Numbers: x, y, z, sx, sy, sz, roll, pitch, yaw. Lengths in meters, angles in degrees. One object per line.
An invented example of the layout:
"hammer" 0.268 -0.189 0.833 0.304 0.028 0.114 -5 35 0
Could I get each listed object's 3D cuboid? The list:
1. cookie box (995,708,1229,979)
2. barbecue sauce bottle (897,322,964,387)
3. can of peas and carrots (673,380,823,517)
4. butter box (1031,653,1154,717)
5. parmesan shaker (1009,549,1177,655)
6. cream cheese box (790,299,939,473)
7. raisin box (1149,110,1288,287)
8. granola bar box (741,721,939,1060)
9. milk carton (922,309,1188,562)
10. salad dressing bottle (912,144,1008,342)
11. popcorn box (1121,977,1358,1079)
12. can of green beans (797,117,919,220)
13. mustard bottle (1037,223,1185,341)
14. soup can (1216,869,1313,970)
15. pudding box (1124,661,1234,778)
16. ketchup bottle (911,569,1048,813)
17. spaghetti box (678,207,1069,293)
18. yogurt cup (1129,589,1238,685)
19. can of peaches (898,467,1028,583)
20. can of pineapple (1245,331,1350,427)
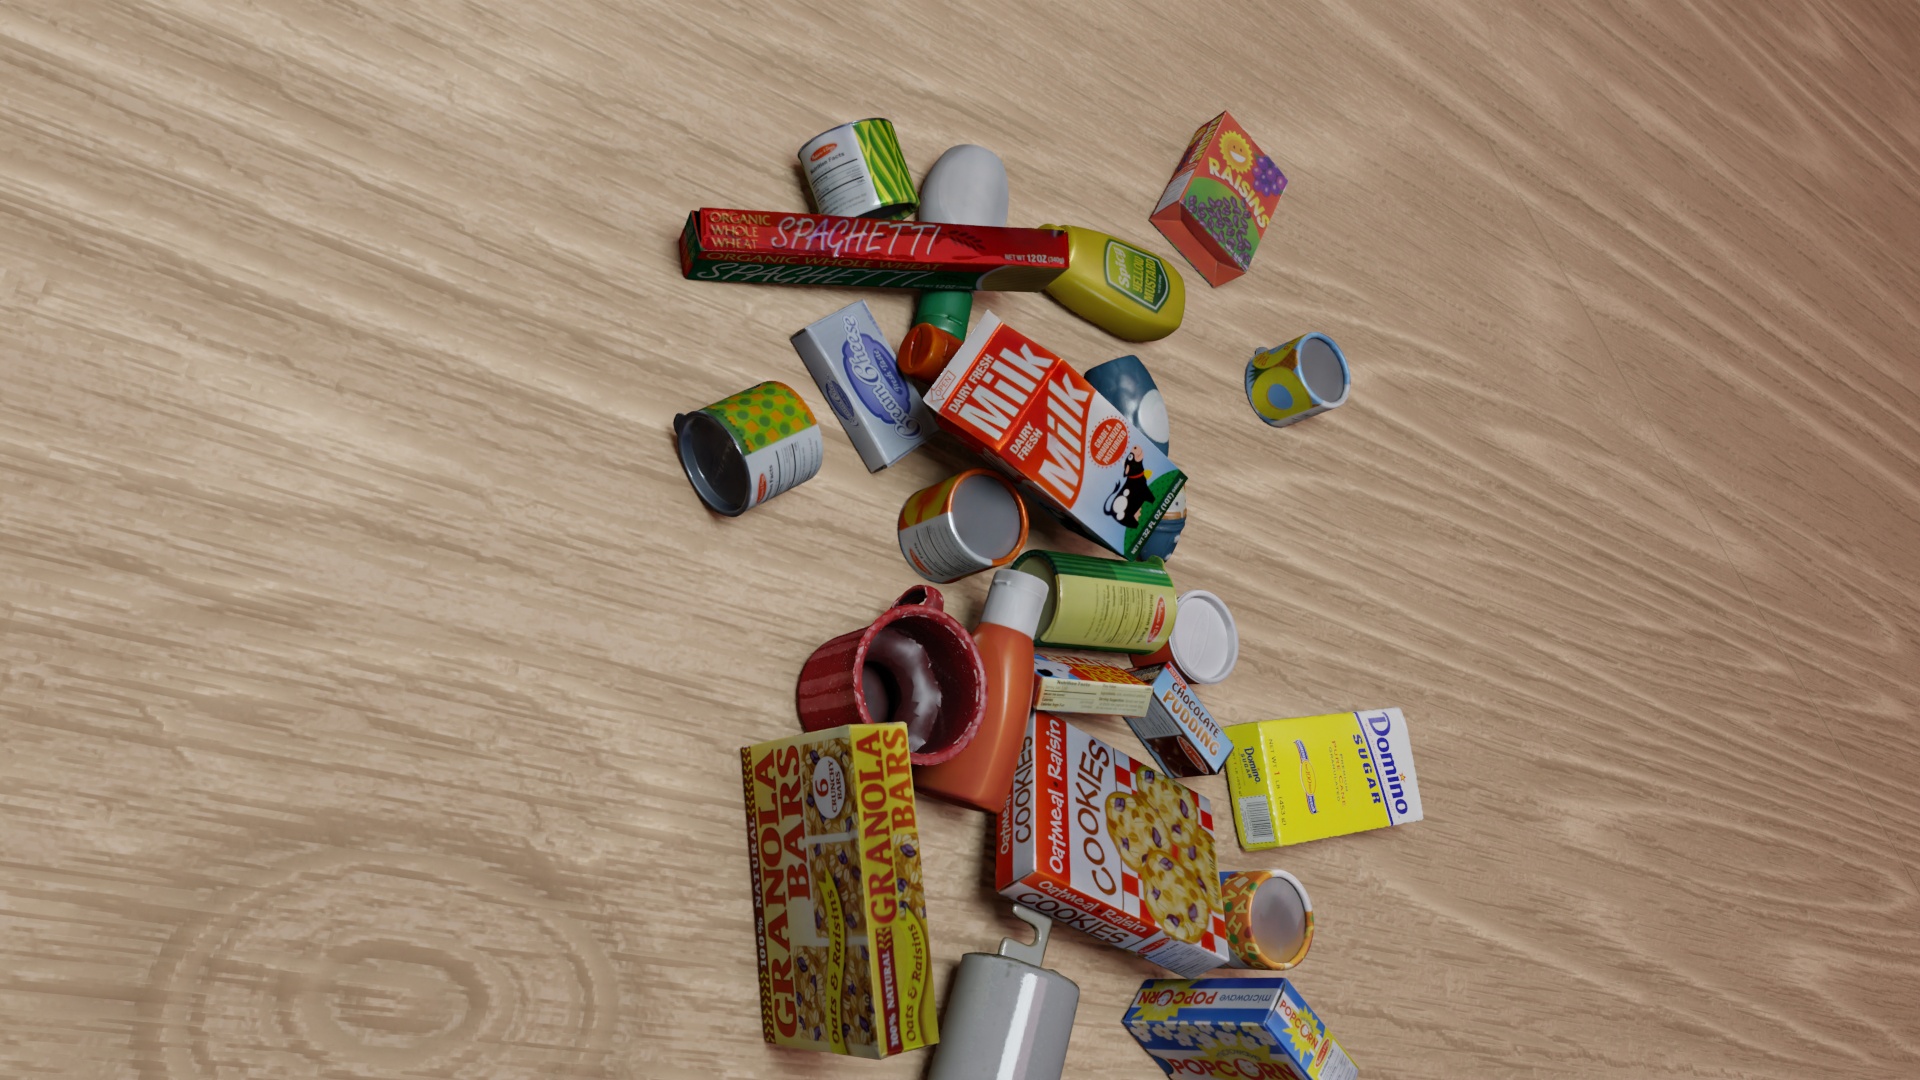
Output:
"cookie box" 0.097 0.197 0.903 0.167 0.040 0.123 30 39 -26
"barbecue sauce bottle" 0.024 -0.102 0.942 0.148 0.043 0.065 23 71 -40
"can of peas and carrots" -0.125 -0.057 0.821 0.059 0.070 0.071 -30 96 -38
"butter box" 0.075 0.096 0.927 0.103 0.053 0.024 9 101 -37
"parmesan shaker" 0.088 0.040 0.948 0.103 0.071 0.071 8 73 -34
"cream cheese box" -0.061 -0.101 0.906 0.053 0.024 0.103 -36 99 -37
"raisin box" 0.217 -0.284 1.154 0.086 0.040 0.124 41 56 -19
"granola bar box" -0.068 0.187 0.754 0.039 0.124 0.166 2 76 -36
"milk carton" 0.056 -0.068 0.899 0.190 0.073 0.072 38 85 -39
"salad dressing bottle" -0.003 -0.203 0.967 0.064 0.044 0.148 23 66 -30
"popcorn box" 0.179 0.325 0.896 0.085 0.126 0.038 51 51 -14
"can of green beans" -0.066 -0.237 0.915 0.071 0.071 0.058 -19 90 -38
"mustard bottle" 0.097 -0.199 1.035 0.160 0.048 0.065 17 66 -32
"soup can" 0.187 0.261 0.947 0.071 0.083 0.071 11 72 -34
"pudding box" 0.148 0.127 0.978 0.083 0.049 0.030 52 55 -12
"ketchup bottle" 0.017 0.092 0.870 0.043 0.064 0.149 34 67 -45
"spaghetti box" -0.052 -0.183 0.887 0.251 0.050 0.029 -2 80 -23
"yogurt cup" 0.158 0.073 0.998 0.072 0.053 0.072 11 71 -34
"can of peaches" 0.003 -0.011 0.906 0.071 0.058 0.071 11 71 -33
"can of pineapple" 0.277 -0.134 1.143 0.071 0.057 0.071 11 71 -34
